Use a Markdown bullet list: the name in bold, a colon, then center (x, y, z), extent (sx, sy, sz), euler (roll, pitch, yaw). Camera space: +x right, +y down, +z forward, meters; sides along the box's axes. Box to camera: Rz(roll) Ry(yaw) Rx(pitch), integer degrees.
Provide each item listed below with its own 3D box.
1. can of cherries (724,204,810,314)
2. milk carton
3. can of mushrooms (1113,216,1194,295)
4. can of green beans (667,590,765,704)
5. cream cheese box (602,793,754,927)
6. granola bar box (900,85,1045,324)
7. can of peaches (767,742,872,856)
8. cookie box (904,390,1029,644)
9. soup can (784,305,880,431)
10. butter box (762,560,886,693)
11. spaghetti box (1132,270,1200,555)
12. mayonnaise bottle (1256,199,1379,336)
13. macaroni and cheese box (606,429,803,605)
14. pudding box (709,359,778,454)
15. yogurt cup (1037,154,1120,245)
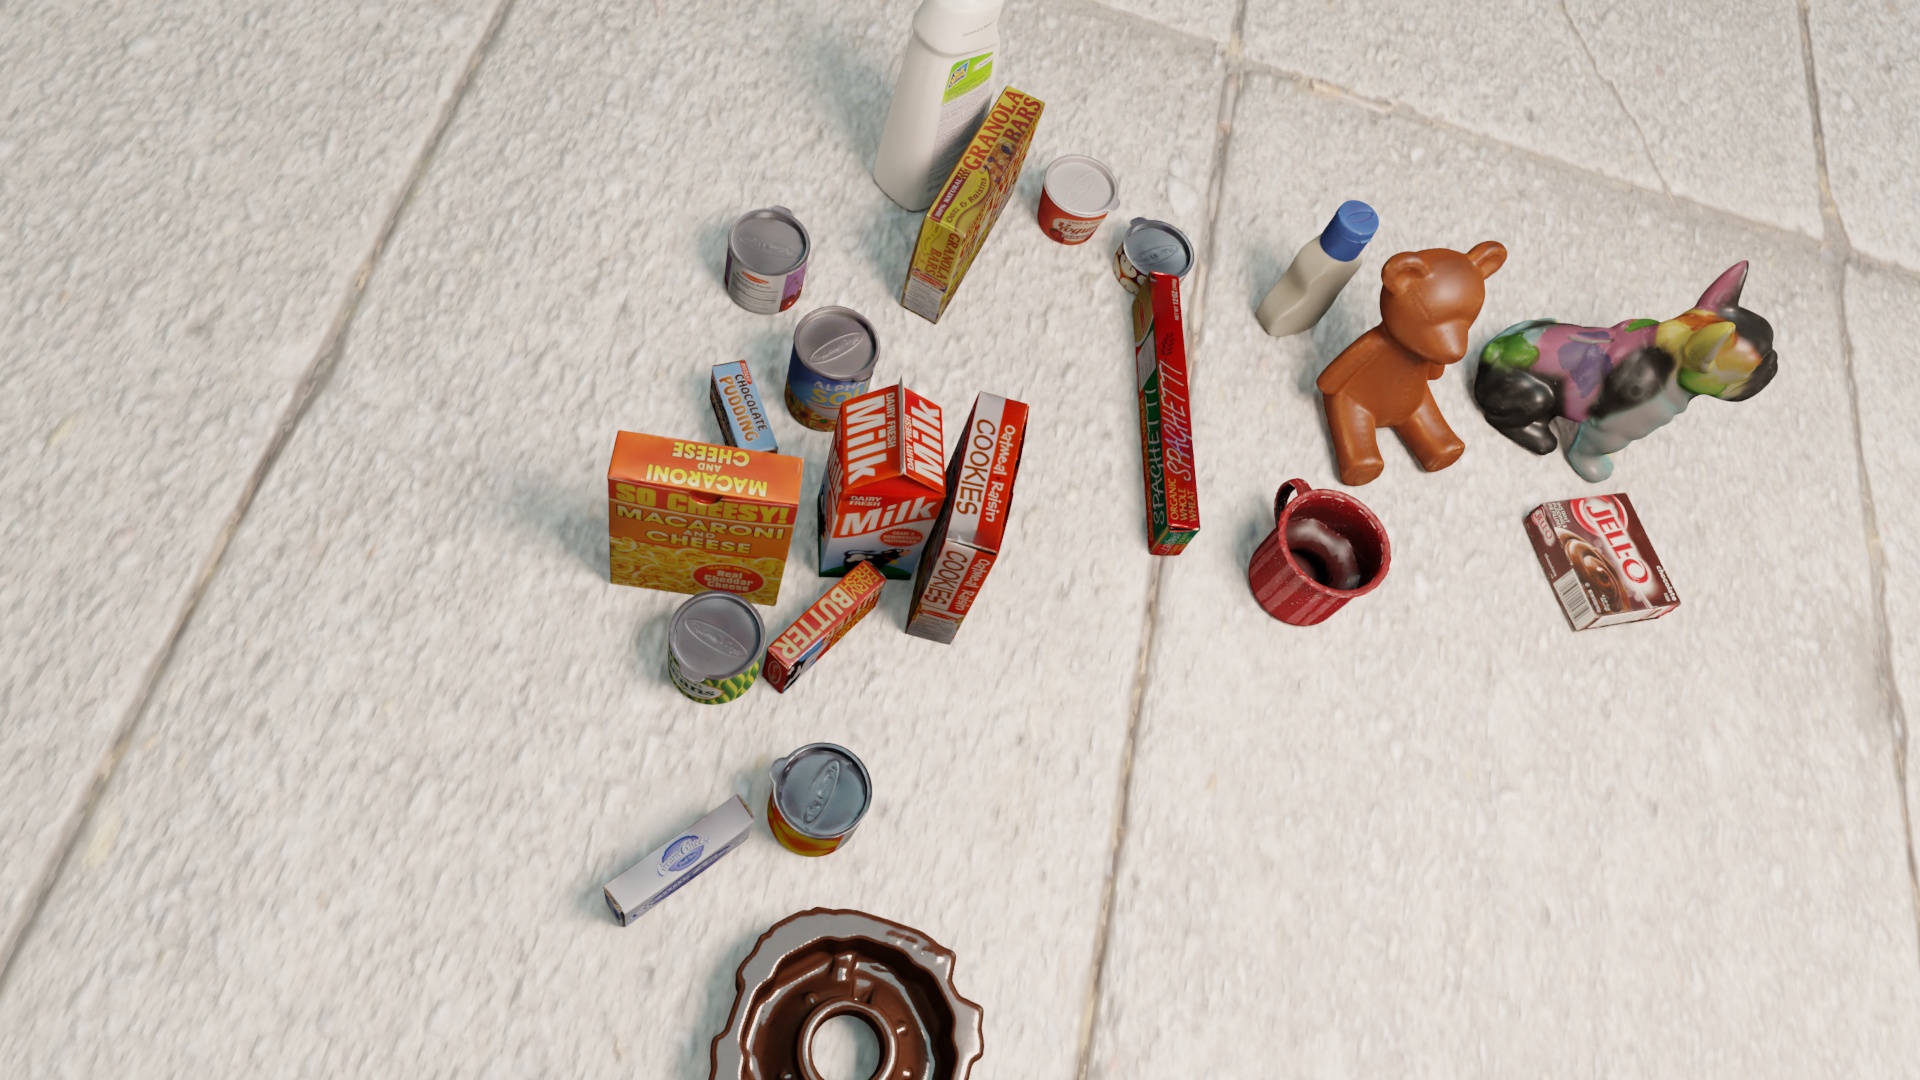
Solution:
- **can of cherries**: center (-0.157, -0.229, 1.137), extent (0.071, 0.058, 0.072), euler (5, 63, -11)
- **milk carton**: center (-0.056, -0.041, 0.992), extent (0.073, 0.189, 0.072), euler (2, 64, -12)
- **can of mushrooms**: center (0.171, -0.252, 1.239), extent (0.071, 0.033, 0.071), euler (5, 63, -11)
- **can of green beans**: center (-0.173, 0.077, 0.982), extent (0.071, 0.057, 0.071), euler (5, 63, -11)
- **cream cheese box**: center (-0.185, 0.211, 0.915), extent (0.104, 0.053, 0.024), euler (-33, 76, -25)
- **granola bar box**: center (0.008, -0.281, 1.164), extent (0.039, 0.123, 0.166), euler (27, 61, 1)
- **can of peaches**: center (-0.099, 0.177, 0.949), extent (0.071, 0.057, 0.071), euler (5, 63, -11)
- **cookie box**: center (0.004, -0.013, 1.005), extent (0.040, 0.166, 0.123), euler (15, 62, -6)
- **soup can**: center (-0.100, -0.131, 1.087), extent (0.071, 0.083, 0.071), euler (5, 63, -11)
- **butter box**: center (-0.099, 0.062, 1.009), extent (0.024, 0.053, 0.104), euler (42, 63, 9)
- **spaghetti box**: center (0.170, -0.108, 1.158), extent (0.029, 0.050, 0.251), euler (5, 63, -11)
- **mayonnaise bottle**: center (0.311, -0.233, 1.197), extent (0.065, 0.147, 0.041), euler (-19, 70, -21)
- **macaroni and cheese box**: center (-0.178, -0.010, 0.962), extent (0.124, 0.165, 0.040), euler (8, 63, -9)
- **pudding box**: center (-0.168, -0.091, 1.071), extent (0.030, 0.049, 0.084), euler (-14, 68, -19)
- **yogurt cup**: center (0.101, -0.300, 1.235), extent (0.072, 0.053, 0.072), euler (5, 63, -11)
